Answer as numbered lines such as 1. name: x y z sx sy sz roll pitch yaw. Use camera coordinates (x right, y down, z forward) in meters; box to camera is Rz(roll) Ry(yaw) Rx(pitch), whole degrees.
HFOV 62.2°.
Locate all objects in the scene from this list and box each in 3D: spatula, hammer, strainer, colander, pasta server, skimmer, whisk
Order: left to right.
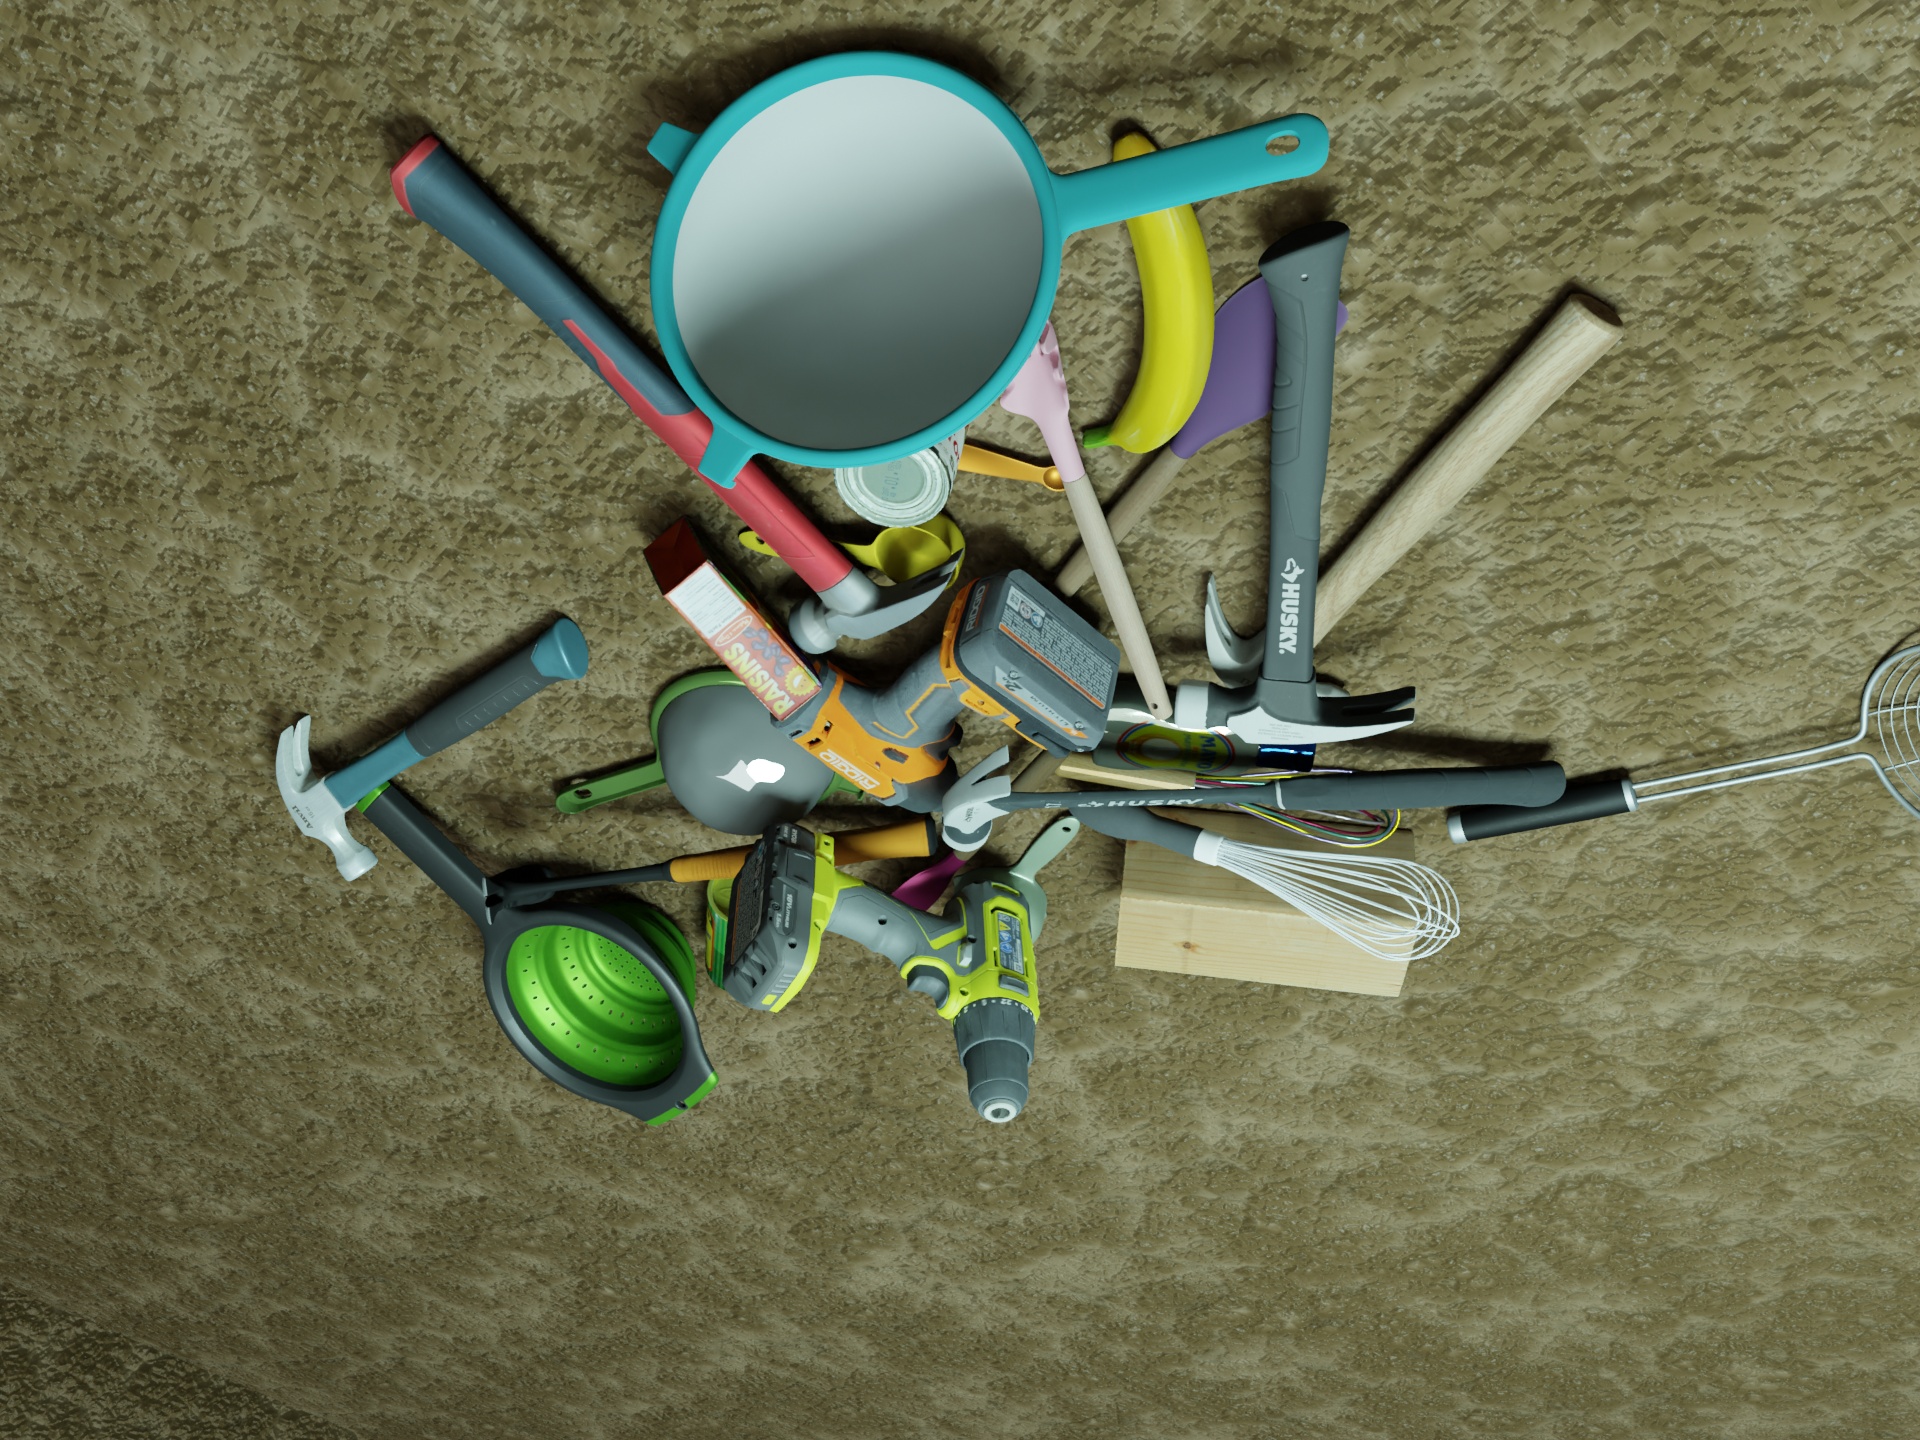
1. hammer: -0.400 0.011 1.202 0.331 0.033 0.128 -27 105 28
2. colander: -0.348 0.162 1.337 0.397 0.094 0.204 46 125 -8
3. hammer: -0.166 -0.190 0.935 0.143 0.038 0.386 -19 125 44
4. strainer: -0.208 0.050 1.189 0.256 0.069 0.151 -16 129 25
5. hammer: -0.185 0.108 1.196 0.337 0.127 0.034 -8 90 -1
6. strainer: 0.016 -0.238 0.812 0.340 0.211 0.095 -11 173 10
7. pasta server: 0.073 -0.120 0.954 0.060 0.040 0.316 3 132 36
8. spatula: 0.115 -0.146 0.952 0.060 0.018 0.315 39 133 -1
9. whisk: 0.186 0.053 1.124 0.245 0.051 0.047 9 142 8
10. whisk: 0.202 0.098 1.097 0.285 0.070 0.070 18 140 25
11. hammer: 0.193 0.046 1.041 0.409 0.036 0.149 -2 163 -4
12. hammer: 0.197 -0.120 0.907 0.146 0.035 0.334 6 131 14
13. hammer: 0.258 -0.118 0.940 0.130 0.031 0.331 24 135 -13
14. skimmer: 0.486 0.042 1.009 0.363 0.090 0.127 -15 98 29

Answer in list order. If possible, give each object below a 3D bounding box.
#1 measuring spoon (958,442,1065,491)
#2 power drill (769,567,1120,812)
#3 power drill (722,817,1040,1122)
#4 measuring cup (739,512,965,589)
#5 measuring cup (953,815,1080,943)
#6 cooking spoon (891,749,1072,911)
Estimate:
1. measuring spoon: 0.012 -0.161 0.970 0.117 0.011 0.021 14 139 4
2. power drill: -0.002 -0.003 1.070 0.164 0.084 0.226 36 141 -28
3. power drill: -0.046 0.174 1.120 0.228 0.191 0.080 22 128 -21
4. measuring cup: -0.070 -0.117 1.027 0.156 0.029 0.062 9 140 21
5. measuring cup: 0.048 0.130 1.234 0.083 0.038 0.167 24 137 -12
6. cooking spoon: 0.012 0.086 1.179 0.068 0.017 0.318 -14 156 -38
